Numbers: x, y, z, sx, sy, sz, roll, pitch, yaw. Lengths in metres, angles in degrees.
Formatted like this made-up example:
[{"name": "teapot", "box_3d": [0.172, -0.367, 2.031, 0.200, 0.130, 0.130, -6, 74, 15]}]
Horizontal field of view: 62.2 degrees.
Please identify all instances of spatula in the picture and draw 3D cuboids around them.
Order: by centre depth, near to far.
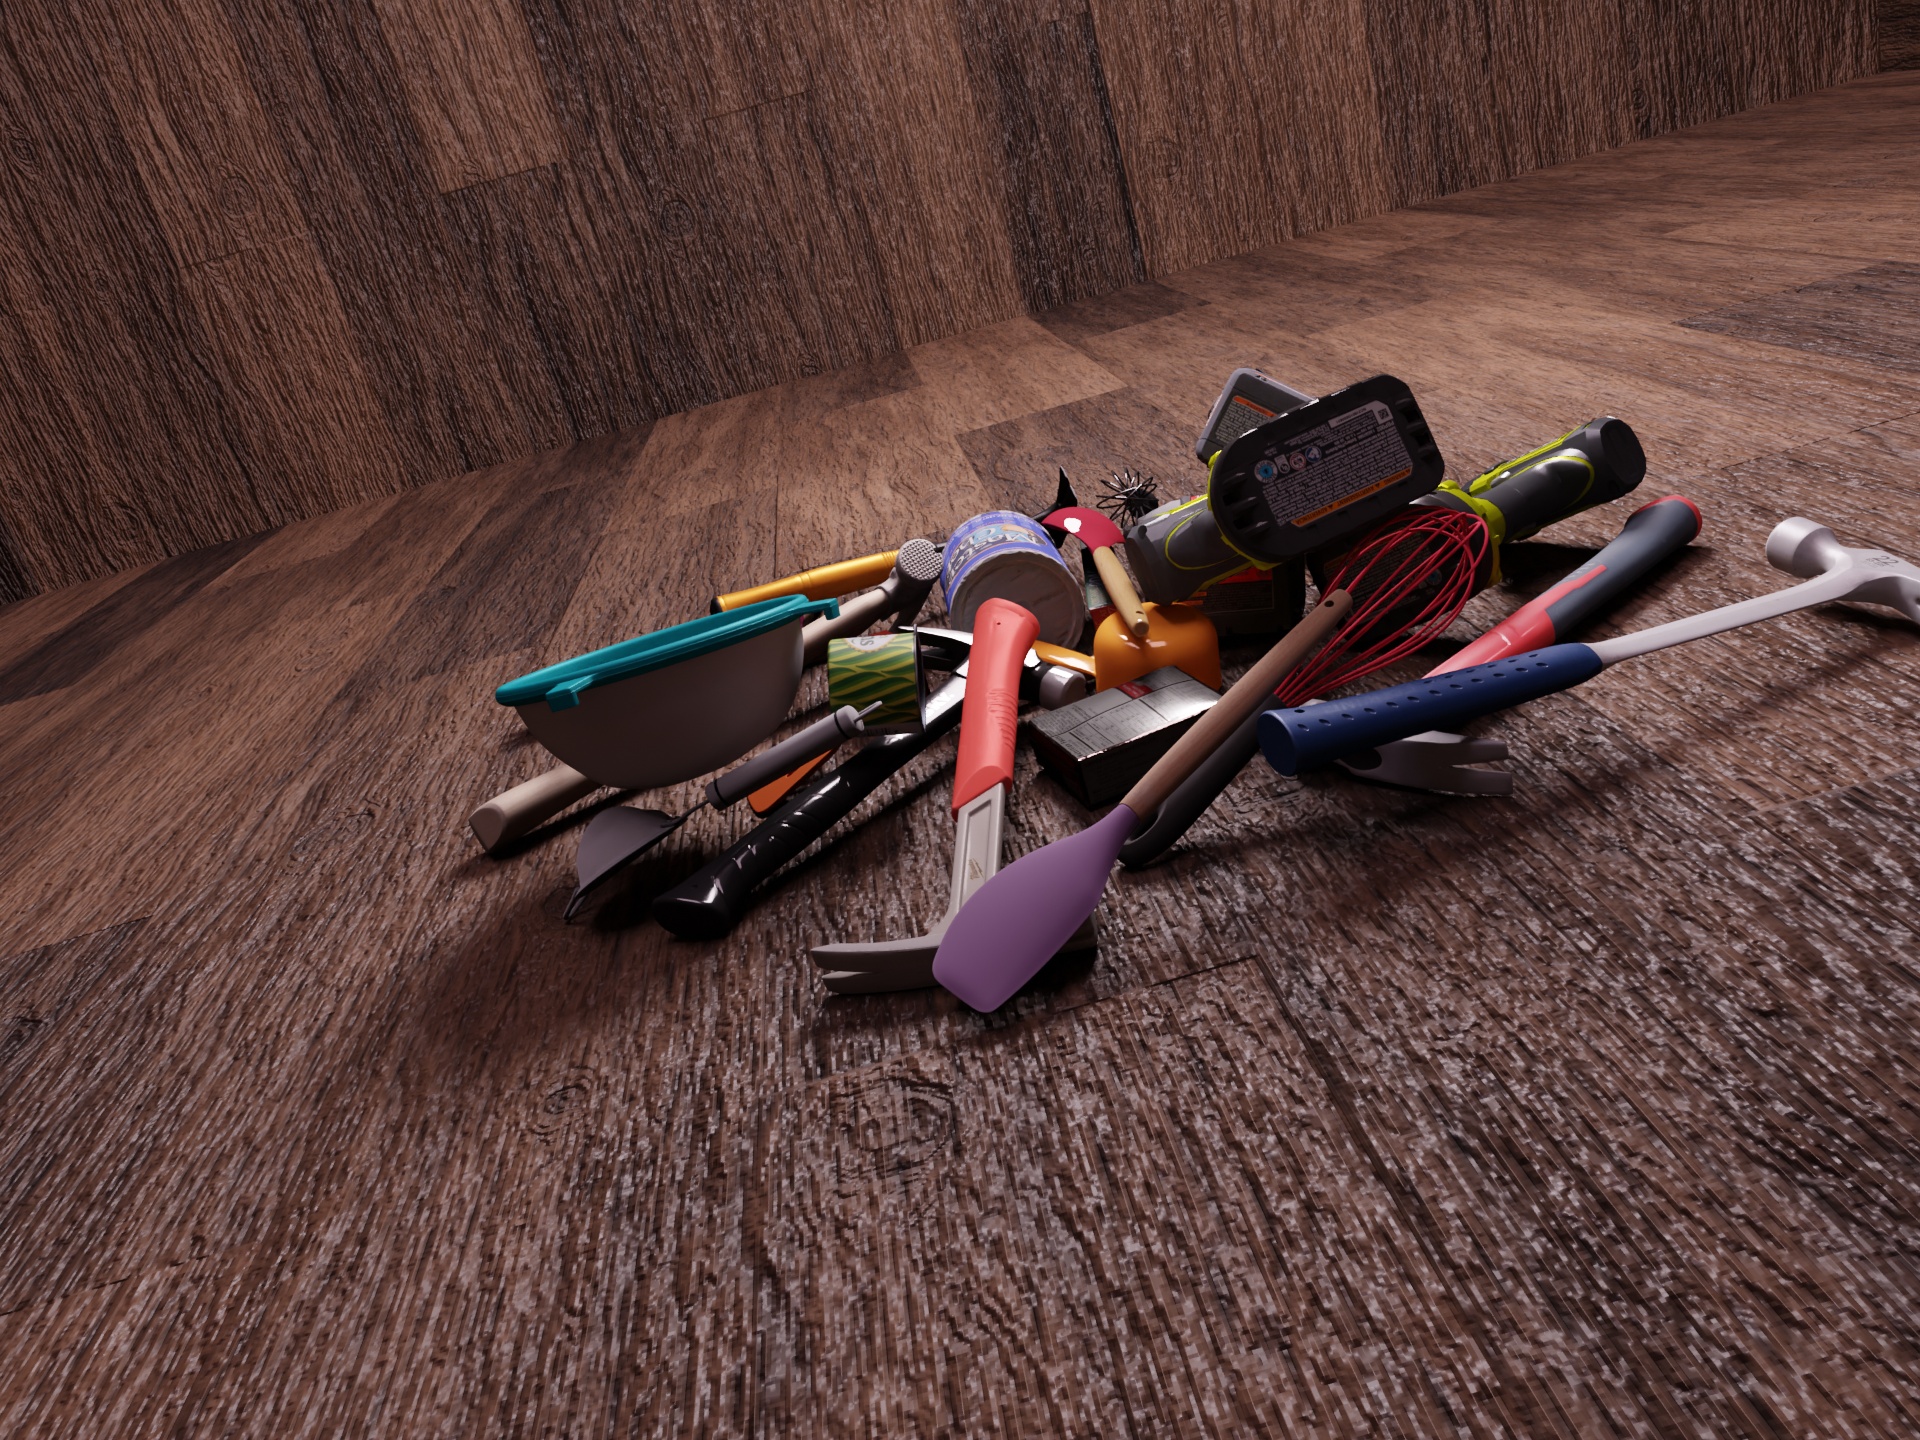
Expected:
[{"name": "spatula", "box_3d": [0.103, 0.031, 0.833, 0.316, 0.018, 0.060, -42, 50, -19]}, {"name": "spatula", "box_3d": [-0.002, -0.004, 1.154, 0.322, 0.041, 0.081, -15, 21, -9]}]

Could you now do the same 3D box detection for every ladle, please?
[{"name": "ladle", "box_3d": [0.107, -0.114, 1.174, 0.069, 0.031, 0.316, 12, 19, -8]}]

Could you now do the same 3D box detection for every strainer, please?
[{"name": "strainer", "box_3d": [-0.156, 0.048, 0.987, 0.258, 0.050, 0.087, -29, 2, 16]}, {"name": "strainer", "box_3d": [-0.219, -0.008, 1.102, 0.211, 0.095, 0.340, -21, 9, -27]}]

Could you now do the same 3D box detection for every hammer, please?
[{"name": "hammer", "box_3d": [0.356, -0.035, 0.871, 0.405, 0.035, 0.144, -15, 29, -14]}, {"name": "hammer", "box_3d": [0.006, 0.028, 0.966, 0.149, 0.036, 0.359, -11, 31, 11]}, {"name": "hammer", "box_3d": [0.376, -0.058, 0.996, 0.386, 0.038, 0.143, -30, 26, -33]}, {"name": "hammer", "box_3d": [-0.071, 0.035, 1.044, 0.146, 0.035, 0.335, 22, 44, 33]}, {"name": "hammer", "box_3d": [-0.194, -0.012, 1.248, 0.410, 0.038, 0.146, -32, -8, -22]}, {"name": "hammer", "box_3d": [-0.057, -0.140, 1.400, 0.337, 0.034, 0.127, -18, -18, -16]}]

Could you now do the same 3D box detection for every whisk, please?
[{"name": "whisk", "box_3d": [0.195, -0.022, 0.910, 0.296, 0.073, 0.073, -43, 26, -9]}, {"name": "whisk", "box_3d": [0.158, -0.195, 1.432, 0.055, 0.055, 0.239, -11, 2, 12]}]

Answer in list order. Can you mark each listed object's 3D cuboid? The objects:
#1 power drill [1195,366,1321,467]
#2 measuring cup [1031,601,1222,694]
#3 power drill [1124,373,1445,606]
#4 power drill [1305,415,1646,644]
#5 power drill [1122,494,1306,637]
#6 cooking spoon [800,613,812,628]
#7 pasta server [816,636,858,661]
[{"name": "power drill", "box_3d": [0.259, -0.221, 1.265, 0.185, 0.084, 0.226, 31, 16, 21]}, {"name": "measuring cup", "box_3d": [0.103, -0.057, 1.126, 0.174, 0.052, 0.095, 18, 37, 37]}, {"name": "power drill", "box_3d": [0.216, -0.146, 1.016, 0.190, 0.080, 0.228, -25, 0, -5]}, {"name": "power drill", "box_3d": [0.355, -0.134, 1.124, 0.223, 0.080, 0.171, -27, 1, -35]}, {"name": "power drill", "box_3d": [0.197, -0.131, 1.248, 0.143, 0.078, 0.220, -3, 19, 8]}, {"name": "cooking spoon", "box_3d": [-0.147, -0.101, 1.476, 0.069, 0.017, 0.319, -7, 17, 10]}, {"name": "pasta server", "box_3d": [-0.243, -0.042, 1.402, 0.316, 0.040, 0.060, -12, 13, 7]}]
